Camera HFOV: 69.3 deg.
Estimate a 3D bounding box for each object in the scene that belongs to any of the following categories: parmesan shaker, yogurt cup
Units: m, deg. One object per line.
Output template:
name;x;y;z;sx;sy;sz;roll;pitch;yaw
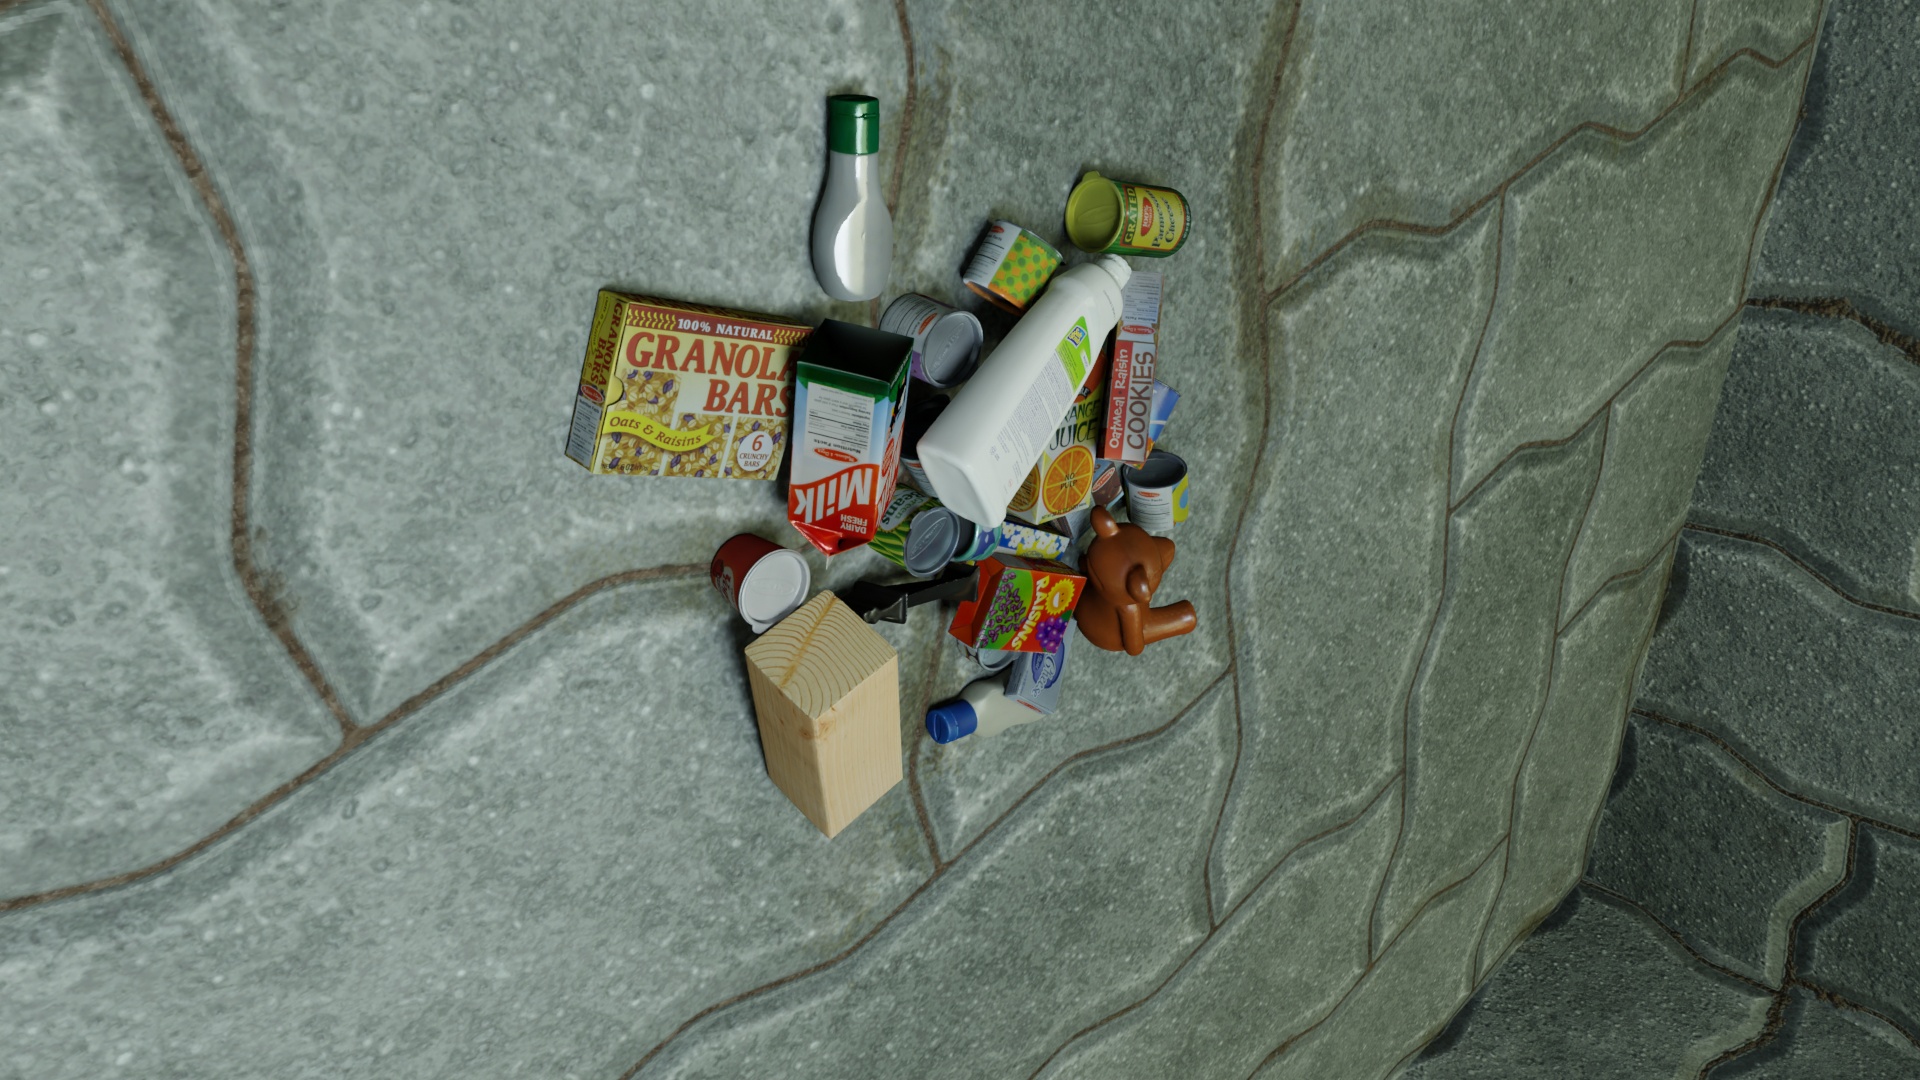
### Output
parmesan shaker;0.152;-0.292;1.249;0.103;0.071;0.071;-8;117;-44
yogurt cup;-0.162;0.029;1.112;0.073;0.054;0.072;-25;129;-36

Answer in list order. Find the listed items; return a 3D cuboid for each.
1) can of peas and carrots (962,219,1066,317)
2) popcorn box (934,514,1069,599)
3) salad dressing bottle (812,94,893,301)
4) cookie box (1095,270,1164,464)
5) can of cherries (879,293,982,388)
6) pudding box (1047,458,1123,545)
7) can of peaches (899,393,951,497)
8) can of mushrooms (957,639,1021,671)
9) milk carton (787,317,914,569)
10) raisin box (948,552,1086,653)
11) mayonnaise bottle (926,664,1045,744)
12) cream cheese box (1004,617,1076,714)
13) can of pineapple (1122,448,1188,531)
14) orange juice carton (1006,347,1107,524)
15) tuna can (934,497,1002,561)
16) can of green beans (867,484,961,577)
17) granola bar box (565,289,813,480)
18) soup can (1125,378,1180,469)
can of peas and carrots;0.045;-0.227;1.170;0.071;0.071;0.058;30;90;-50
popcorn box;0.041;0.019;1.333;0.127;0.038;0.085;13;102;-49
salad dressing bottle;-0.080;-0.256;1.041;0.064;0.044;0.147;-18;124;-37
cookie box;0.154;-0.154;1.266;0.123;0.040;0.167;-60;156;-86
can of cherries;-0.024;-0.163;1.143;0.072;0.058;0.071;-25;128;-36
pudding box;0.123;-0.041;1.392;0.084;0.030;0.049;-44;137;-19
can of peaches;-0.018;-0.081;1.192;0.071;0.071;0.058;-49;139;-14
can of mushrooms;0.032;0.094;1.372;0.071;0.033;0.070;-25;128;-36
milk carton;-0.088;-0.069;1.085;0.073;0.073;0.189;-69;171;-51
raisin box;0.055;0.060;1.311;0.123;0.040;0.086;9;106;-47
mayonnaise bottle;0.032;0.167;1.410;0.148;0.041;0.064;-16;115;-39
cream cheese box;0.082;0.119;1.409;0.053;0.024;0.104;30;66;-34
can of pineapple;0.204;-0.052;1.444;0.071;0.071;0.057;-34;134;-29
orange juice carton;0.079;-0.119;1.266;0.072;0.073;0.191;-18;124;-39
tuna can;0.004;-0.016;1.251;0.033;0.071;0.071;-2;114;-45
can of green beans;-0.042;-0.009;1.213;0.071;0.058;0.071;-25;129;-35
granola bar box;-0.193;-0.109;1.010;0.166;0.039;0.123;0;112;-47
soup can;0.166;-0.122;1.362;0.071;0.071;0.083;25;94;-50
